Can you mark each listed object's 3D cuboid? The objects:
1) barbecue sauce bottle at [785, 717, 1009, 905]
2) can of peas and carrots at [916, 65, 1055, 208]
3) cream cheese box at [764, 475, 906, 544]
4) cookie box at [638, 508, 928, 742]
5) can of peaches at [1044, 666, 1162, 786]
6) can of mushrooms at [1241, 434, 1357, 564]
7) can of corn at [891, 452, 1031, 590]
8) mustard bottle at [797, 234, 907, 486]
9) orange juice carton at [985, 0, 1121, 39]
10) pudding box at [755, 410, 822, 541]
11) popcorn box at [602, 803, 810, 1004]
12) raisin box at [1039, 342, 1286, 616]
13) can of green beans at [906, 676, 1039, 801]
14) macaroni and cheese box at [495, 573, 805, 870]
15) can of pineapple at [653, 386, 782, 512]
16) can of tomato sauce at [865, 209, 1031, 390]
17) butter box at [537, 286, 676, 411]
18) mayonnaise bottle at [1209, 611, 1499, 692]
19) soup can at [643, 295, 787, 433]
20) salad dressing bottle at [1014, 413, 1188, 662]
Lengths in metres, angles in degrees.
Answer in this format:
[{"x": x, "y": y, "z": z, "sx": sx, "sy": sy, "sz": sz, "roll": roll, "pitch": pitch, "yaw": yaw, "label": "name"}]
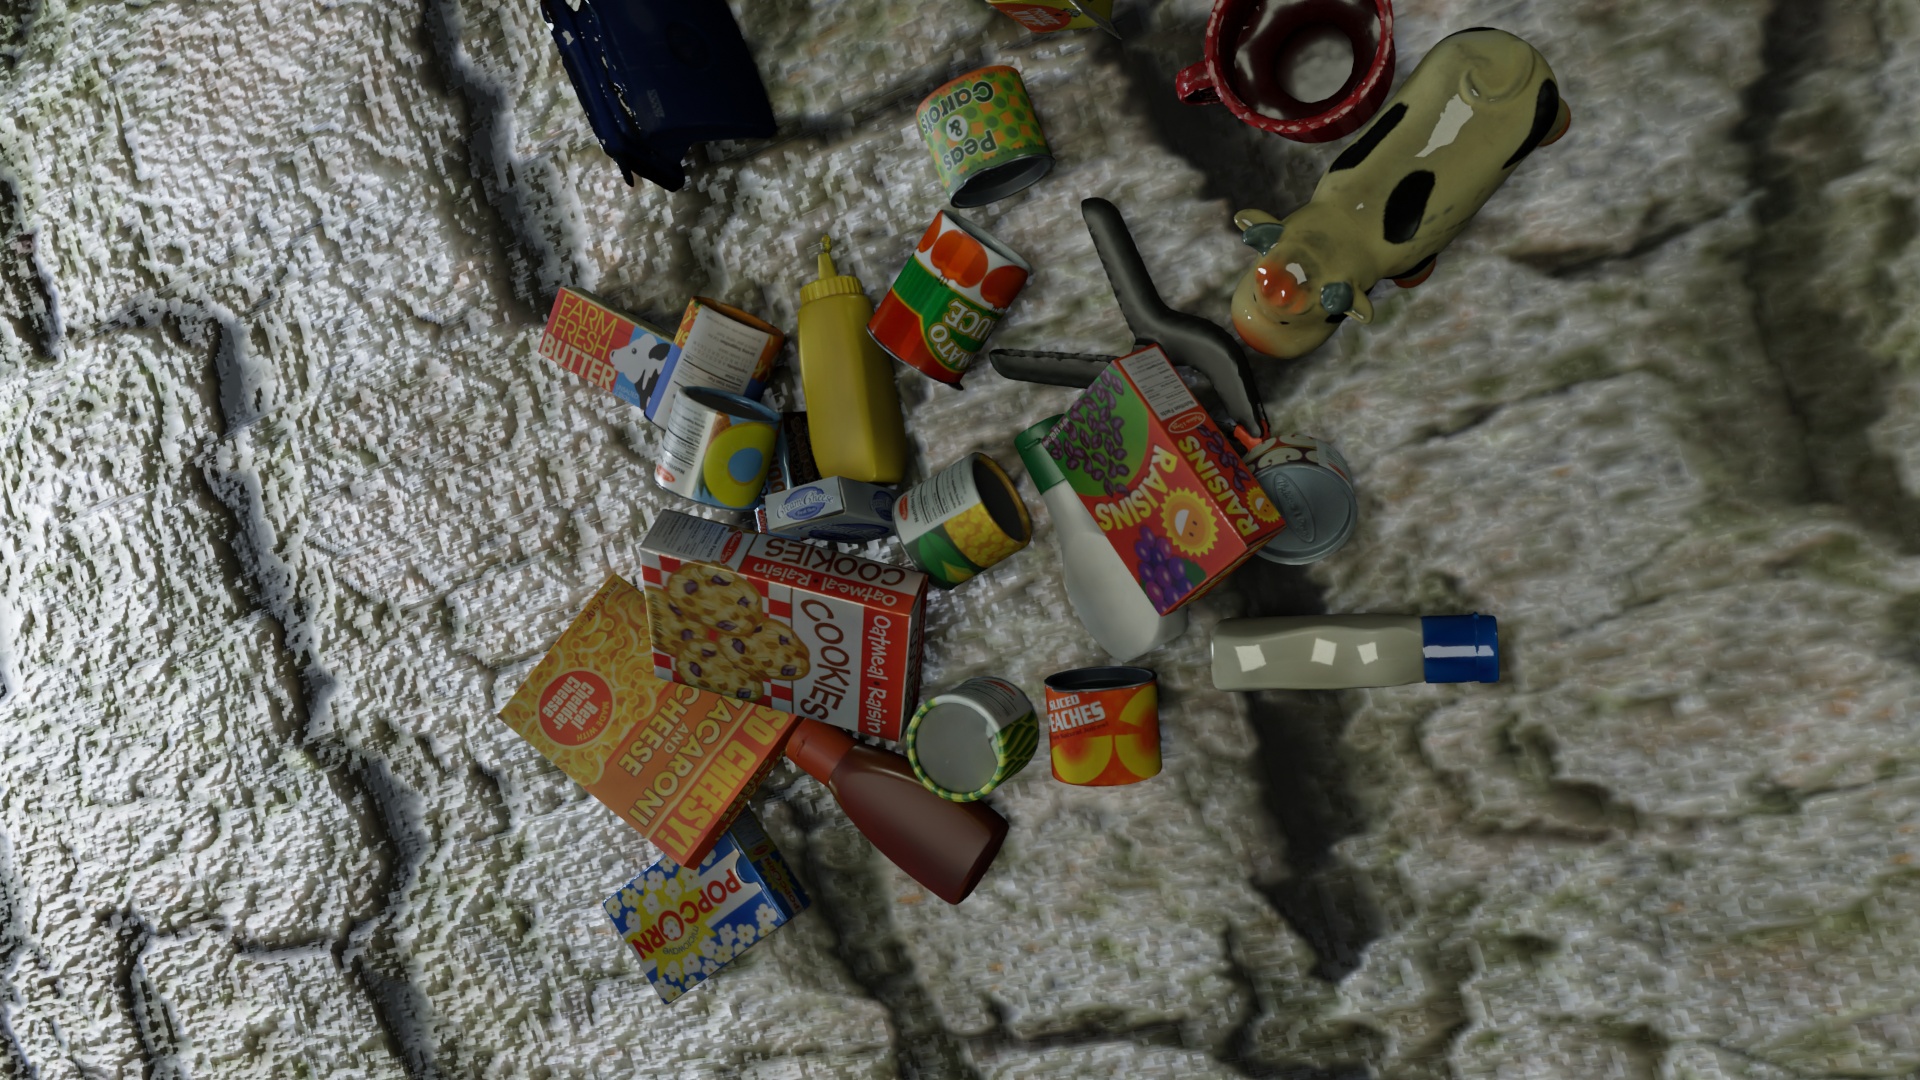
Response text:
[{"x": -0.045, "y": 0.165, "z": 0.887, "sx": 0.149, "sy": 0.044, "sz": 0.064, "roll": 33, "pitch": 107, "yaw": 17, "label": "barbecue sauce bottle"}, {"x": 0.013, "y": -0.234, "z": 0.807, "sx": 0.071, "sy": 0.071, "sz": 0.058, "roll": -23, "pitch": 86, "yaw": 23, "label": "can of peas and carrots"}, {"x": -0.069, "y": -0.017, "z": 0.845, "sx": 0.053, "sy": 0.104, "sz": 0.024, "roll": -14, "pitch": 80, "yaw": 24, "label": "cream cheese box"}, {"x": -0.107, "y": 0.053, "z": 0.854, "sx": 0.167, "sy": 0.040, "sz": 0.122, "roll": 14, "pitch": 136, "yaw": 7, "label": "cookie box"}, {"x": 0.082, "y": 0.109, "z": 0.813, "sx": 0.071, "sy": 0.071, "sz": 0.058, "roll": -2, "pitch": 96, "yaw": 23, "label": "can of peaches"}, {"x": 0.181, "y": -0.022, "z": 0.764, "sx": 0.071, "sy": 0.034, "sz": 0.070, "roll": 5, "pitch": 125, "yaw": 7, "label": "can of mushrooms"}, {"x": 0.003, "y": -0.011, "z": 0.839, "sx": 0.058, "sy": 0.071, "sz": 0.071, "roll": -30, "pitch": 84, "yaw": 22, "label": "can of corn"}, {"x": -0.072, "y": -0.111, "z": 0.863, "sx": 0.049, "sy": 0.065, "sz": 0.160, "roll": -13, "pitch": 84, "yaw": 20, "label": "mustard bottle"}, {"x": 0.022, "y": -0.362, "z": 0.789, "sx": 0.073, "sy": 0.072, "sz": 0.193, "roll": -41, "pitch": 79, "yaw": 22, "label": "orange juice carton"}, {"x": -0.112, "y": -0.041, "z": 0.891, "sx": 0.030, "sy": 0.050, "sz": 0.083, "roll": -8, "pitch": 92, "yaw": 22, "label": "pudding box"}, {"x": -0.176, "y": 0.250, "z": 0.954, "sx": 0.126, "sy": 0.038, "sz": 0.085, "roll": -39, "pitch": 79, "yaw": 22, "label": "popcorn box"}, {"x": 0.109, "y": -0.032, "z": 0.759, "sx": 0.123, "sy": 0.040, "sz": 0.085, "roll": 57, "pitch": 141, "yaw": 13, "label": "raisin box"}, {"x": 0.008, "y": 0.121, "z": 0.853, "sx": 0.071, "sy": 0.058, "sz": 0.071, "roll": 3, "pitch": 97, "yaw": 23, "label": "can of green beans"}, {"x": -0.203, "y": 0.119, "z": 0.925, "sx": 0.167, "sy": 0.040, "sz": 0.124, "roll": 34, "pitch": 79, "yaw": 16, "label": "macaroni and cheese box"}, {"x": -0.145, "y": -0.056, "z": 0.841, "sx": 0.071, "sy": 0.071, "sz": 0.057, "roll": 24, "pitch": 105, "yaw": 19, "label": "can of pineapple"}, {"x": -0.005, "y": -0.143, "z": 0.826, "sx": 0.071, "sy": 0.071, "sz": 0.083, "roll": 39, "pitch": 108, "yaw": 15, "label": "can of tomato sauce"}, {"x": -0.236, "y": -0.130, "z": 0.948, "sx": 0.103, "sy": 0.024, "sz": 0.053, "roll": 27, "pitch": 105, "yaw": 18, "label": "butter box"}, {"x": 0.214, "y": 0.061, "z": 0.759, "sx": 0.148, "sy": 0.065, "sz": 0.041, "roll": -3, "pitch": 94, "yaw": 20, "label": "mayonnaise bottle"}, {"x": -0.157, "y": -0.107, "z": 0.895, "sx": 0.071, "sy": 0.071, "sz": 0.083, "roll": 29, "pitch": 102, "yaw": 18, "label": "soup can"}, {"x": 0.080, "y": -0.003, "z": 0.818, "sx": 0.064, "sy": 0.044, "sz": 0.147, "roll": -31, "pitch": 82, "yaw": 32, "label": "salad dressing bottle"}]
